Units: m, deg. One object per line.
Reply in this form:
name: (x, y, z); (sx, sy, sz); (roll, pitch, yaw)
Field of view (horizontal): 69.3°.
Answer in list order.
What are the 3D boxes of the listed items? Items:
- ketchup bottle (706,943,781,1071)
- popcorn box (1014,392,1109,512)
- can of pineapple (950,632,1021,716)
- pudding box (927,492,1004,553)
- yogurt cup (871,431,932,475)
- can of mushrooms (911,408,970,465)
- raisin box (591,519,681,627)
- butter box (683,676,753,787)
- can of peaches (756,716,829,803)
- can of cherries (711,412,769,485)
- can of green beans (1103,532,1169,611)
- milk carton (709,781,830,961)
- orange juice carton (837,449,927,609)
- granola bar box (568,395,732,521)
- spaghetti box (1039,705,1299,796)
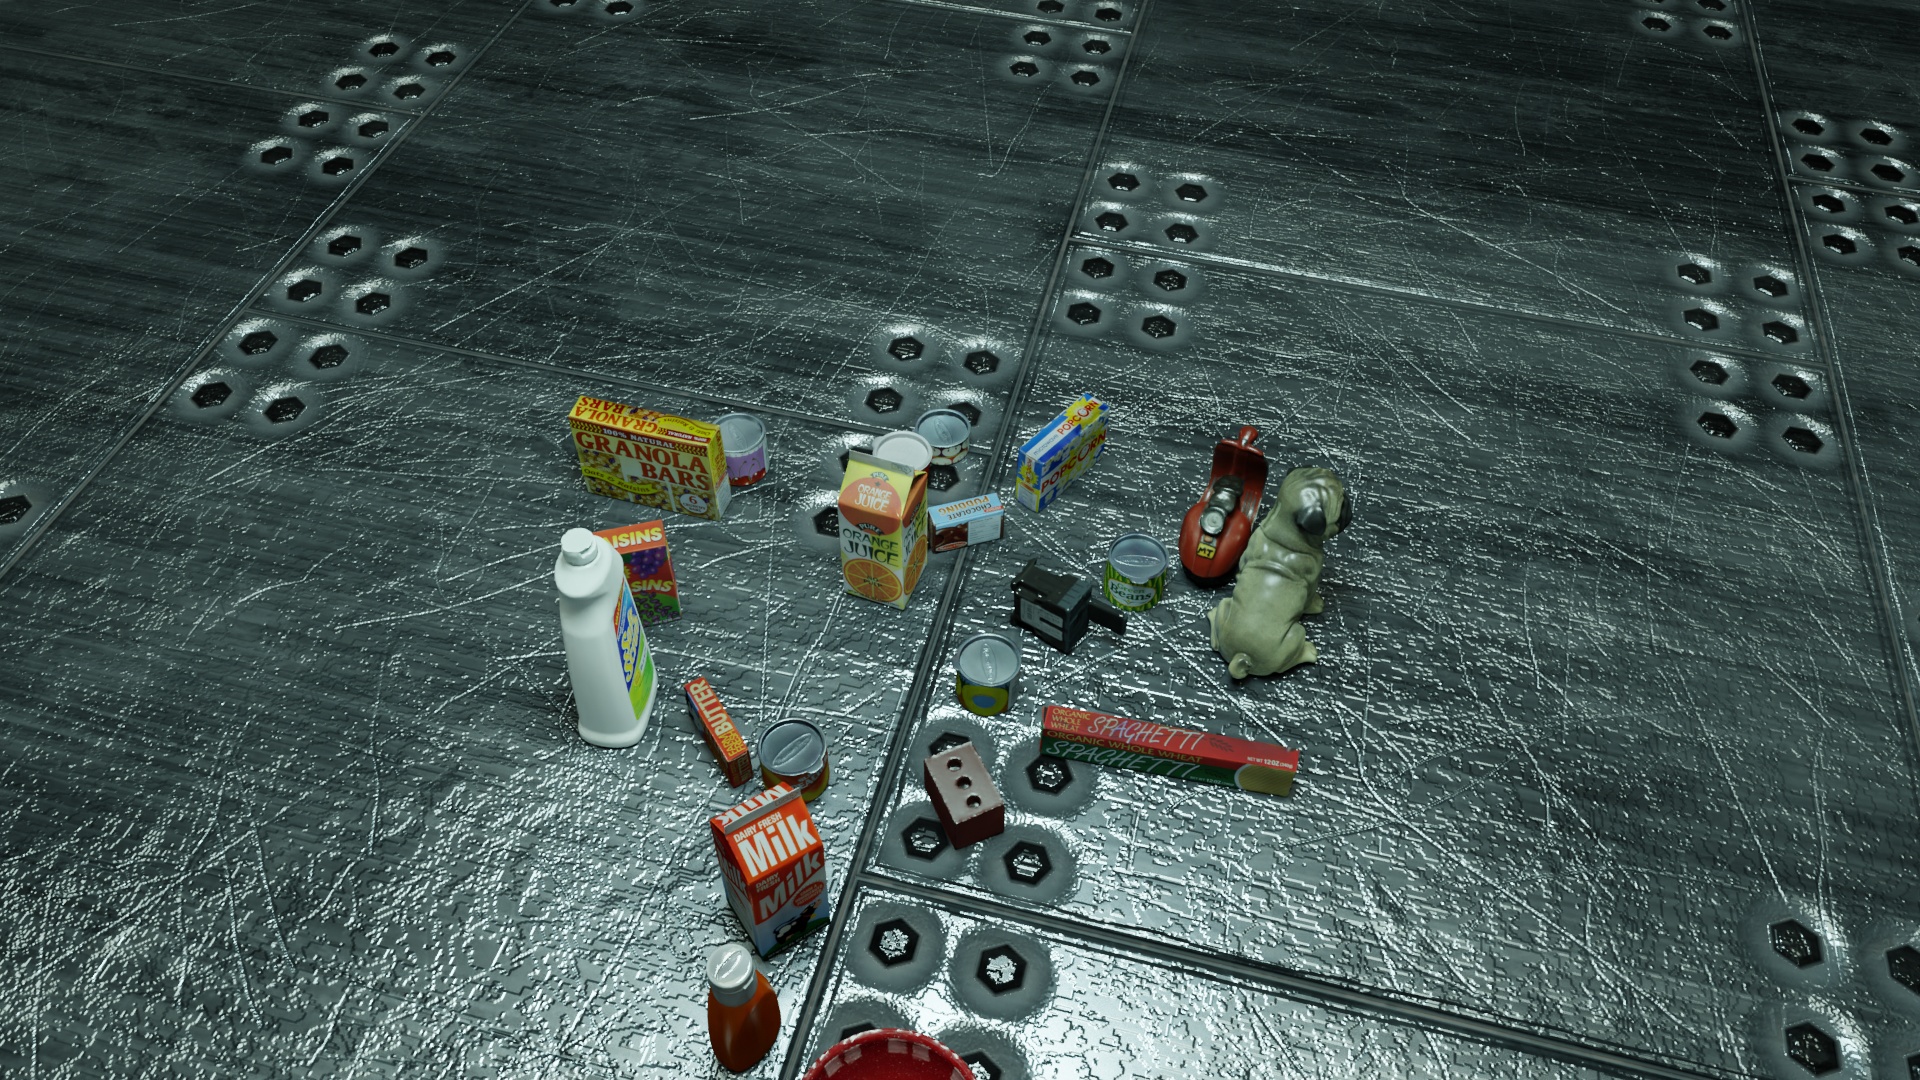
ketchup bottle: (-0.180, 0.378, 1.134); (0.043, 0.148, 0.065); (28, 54, 21)
popcorn box: (0.117, -0.101, 1.600); (0.038, 0.084, 0.127); (34, 56, 25)
can of pineapple: (0.026, 0.136, 1.410); (0.071, 0.057, 0.071); (1, 49, -1)
pudding box: (0.006, -0.019, 1.550); (0.084, 0.049, 0.030); (-13, 51, -13)
yogurt cup: (-0.066, -0.084, 1.601); (0.072, 0.053, 0.073); (1, 49, -1)
can of mushrooms: (-0.023, -0.123, 1.649); (0.071, 0.033, 0.071); (1, 49, -1)
raisin box: (-0.341, 0.038, 1.442); (0.086, 0.122, 0.040); (-11, 50, -10)
butter box: (-0.237, 0.188, 1.361); (0.024, 0.052, 0.104); (-25, 54, -21)
can of peaches: (-0.159, 0.214, 1.337); (0.071, 0.057, 0.071); (1, 49, -1)
can of cherries: (-0.259, -0.105, 1.612); (0.071, 0.058, 0.072); (1, 49, -1)
can of green beans: (0.189, 0.034, 1.502); (0.071, 0.057, 0.071); (1, 49, -1)
milk carton: (-0.163, 0.277, 1.195); (0.072, 0.189, 0.073); (-26, 55, -22)
orange juice carton: (-0.080, -0.020, 1.454); (0.072, 0.191, 0.073); (16, 51, 13)
granola bar box: (-0.346, -0.090, 1.553); (0.166, 0.123, 0.039); (12, 50, 9)
spaghetti box: (0.201, 0.206, 1.358); (0.250, 0.049, 0.029); (9, 50, 6)
